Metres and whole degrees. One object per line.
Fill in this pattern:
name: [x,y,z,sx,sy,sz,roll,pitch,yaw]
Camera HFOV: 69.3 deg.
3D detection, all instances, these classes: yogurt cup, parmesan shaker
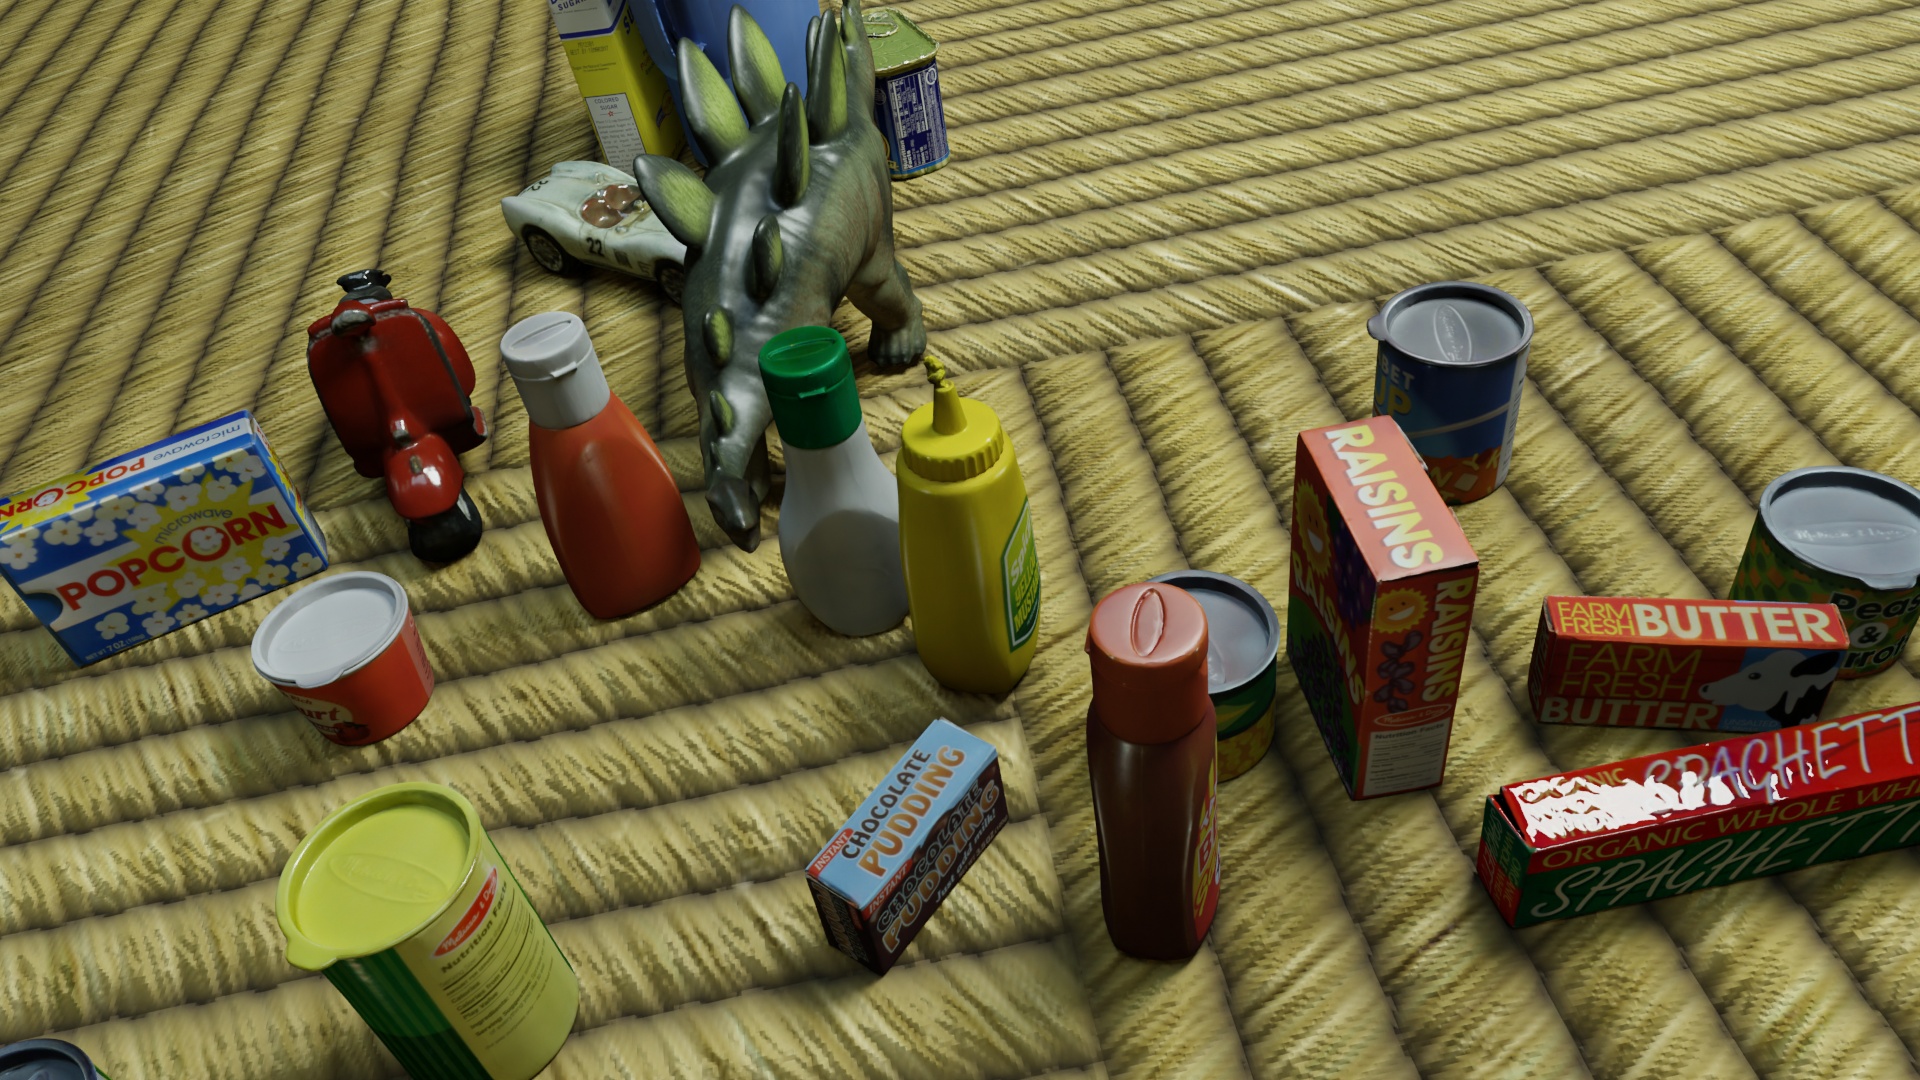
yogurt cup: [-0.275,0.055,0.629,0.072,0.053,0.073,-5,42,5]
parmesan shaker: [-0.182,0.143,0.480,0.071,0.102,0.072,-5,42,5]

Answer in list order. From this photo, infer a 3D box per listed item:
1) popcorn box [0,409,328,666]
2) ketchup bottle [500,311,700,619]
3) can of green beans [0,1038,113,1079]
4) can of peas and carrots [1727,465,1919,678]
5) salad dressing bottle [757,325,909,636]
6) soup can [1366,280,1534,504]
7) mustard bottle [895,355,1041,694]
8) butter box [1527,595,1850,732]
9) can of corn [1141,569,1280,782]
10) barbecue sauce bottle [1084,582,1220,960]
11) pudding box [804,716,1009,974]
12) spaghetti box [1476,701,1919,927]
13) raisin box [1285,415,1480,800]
popcorn box: [-0.395,-0.002,0.690,0.127,0.084,0.038,-24,44,-15]
ketchup bottle: [-0.167,-0.033,0.635,0.065,0.148,0.043,-30,46,-21]
can of green beans: [-0.307,0.211,0.464,0.071,0.057,0.071,-5,42,5]
can of peas and carrots: [0.349,0.014,0.554,0.071,0.058,0.071,-5,42,5]
salad dressing bottle: [-0.053,-0.023,0.604,0.064,0.146,0.044,-14,42,-4]
soup can: [0.224,-0.068,0.648,0.071,0.083,0.072,-5,42,5]
mustard bottle: [0.002,-0.007,0.567,0.049,0.159,0.066,6,45,17]
butter box: [0.277,0.048,0.535,0.103,0.052,0.024,2,44,12]
can of corn: [0.091,0.056,0.557,0.071,0.058,0.071,-5,42,5]
barbecue sauce bottle: [0.066,0.078,0.471,0.044,0.147,0.065,3,44,14]
pudding box: [-0.018,0.113,0.522,0.030,0.049,0.084,22,51,30]
spaghetti box: [0.308,0.088,0.488,0.250,0.050,0.029,-11,42,-2]
raisin box: [0.157,0.027,0.528,0.040,0.122,0.086,-10,42,0]
